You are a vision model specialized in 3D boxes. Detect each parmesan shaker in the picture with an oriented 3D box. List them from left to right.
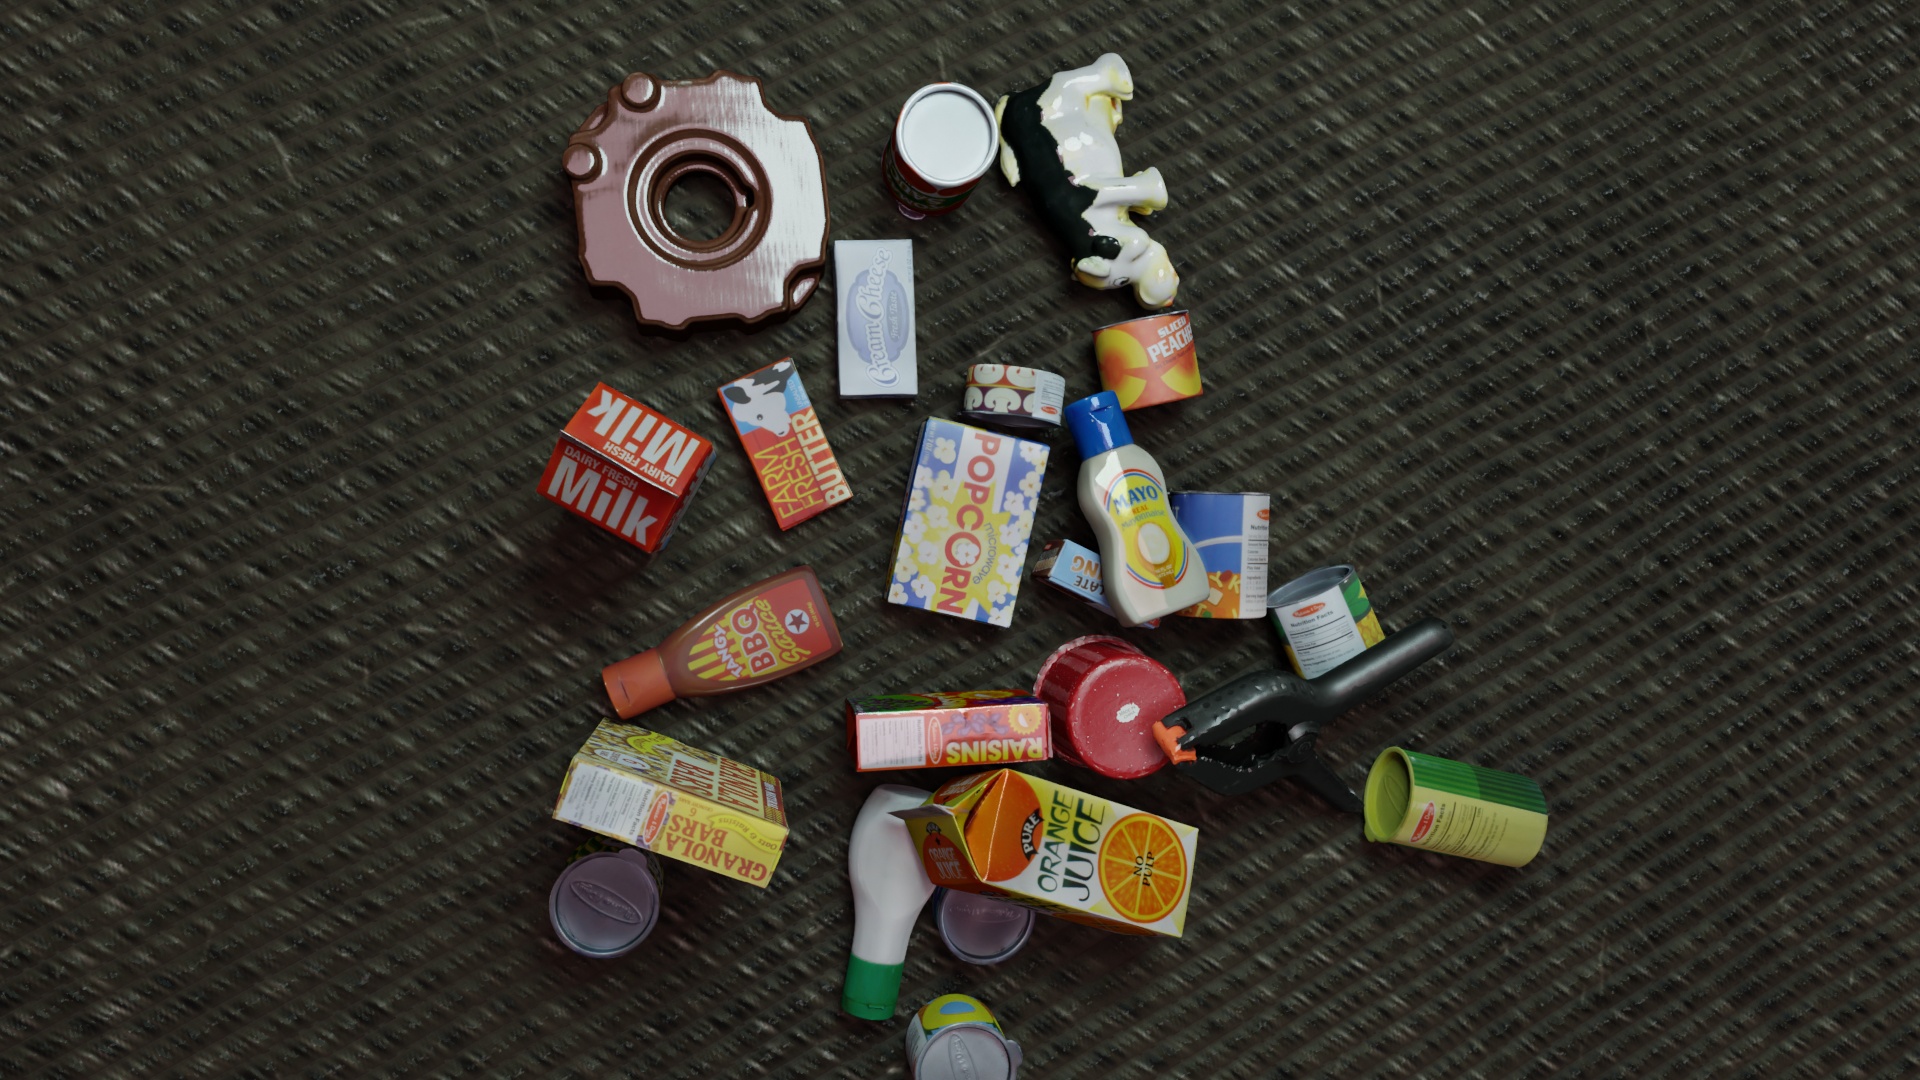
[{"bbox_3d":[0.343,0.189,0.969,0.103,0.071,0.071,13,89,-10],"label":"parmesan shaker"}]

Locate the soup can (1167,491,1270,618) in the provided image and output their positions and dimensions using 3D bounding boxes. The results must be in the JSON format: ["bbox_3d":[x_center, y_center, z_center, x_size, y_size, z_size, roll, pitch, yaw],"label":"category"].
[{"bbox_3d":[0.172,0.009,0.940,0.071,0.071,0.083,1,91,-9],"label":"soup can"}]

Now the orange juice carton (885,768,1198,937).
[{"bbox_3d":[0.051,0.196,0.888,0.193,0.071,0.073,21,68,-22],"label":"orange juice carton"}]

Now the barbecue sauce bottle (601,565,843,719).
[{"bbox_3d":[-0.154,0.071,0.897,0.149,0.043,0.065,-22,95,-8],"label":"barbecue sauce bottle"}]

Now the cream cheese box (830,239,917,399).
[{"bbox_3d":[-0.057,-0.146,0.921,0.053,0.024,0.103,-3,91,-8],"label":"cream cheese box"}]

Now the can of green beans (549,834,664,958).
[{"bbox_3d":[-0.222,0.223,0.879,0.071,0.058,0.071,0,91,-9],"label":"can of green beans"}]

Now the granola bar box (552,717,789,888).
[{"bbox_3d":[-0.169,0.153,0.833,0.124,0.165,0.039,21,87,-9],"label":"granola bar box"}]

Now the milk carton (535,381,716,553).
[{"bbox_3d":[-0.193,-0.041,0.815,0.072,0.190,0.073,29,86,-9],"label":"milk carton"}]

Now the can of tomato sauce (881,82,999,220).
[{"bbox_3d":[-0.015,-0.250,0.897,0.071,0.083,0.071,0,90,-9],"label":"can of tomato sauce"}]

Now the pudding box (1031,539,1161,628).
[{"bbox_3d":[0.095,0.029,0.934,0.084,0.049,0.030,26,85,-8],"label":"pudding box"}]

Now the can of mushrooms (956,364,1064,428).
[{"bbox_3d":[0.033,-0.095,0.916,0.071,0.071,0.033,7,90,-9],"label":"can of mushrooms"}]

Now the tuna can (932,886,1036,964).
[{"bbox_3d":[0.015,0.244,0.931,0.071,0.033,0.071,0,91,-9],"label":"tuna can"}]

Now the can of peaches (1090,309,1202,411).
[{"bbox_3d":[0.126,-0.119,0.928,0.071,0.071,0.058,-11,94,-9],"label":"can of peaches"}]

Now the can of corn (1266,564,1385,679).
[{"bbox_3d":[0.251,0.056,0.954,0.071,0.071,0.058,-26,96,-8],"label":"can of corn"}]

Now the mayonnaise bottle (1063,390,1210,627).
[{"bbox_3d":[0.108,-0.022,0.896,0.065,0.041,0.148,-19,86,-14],"label":"mayonnaise bottle"}]

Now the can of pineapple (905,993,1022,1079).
[{"bbox_3d":[0.001,0.341,0.917,0.071,0.058,0.071,0,91,-9],"label":"can of pineapple"}]

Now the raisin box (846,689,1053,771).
[{"bbox_3d":[-0.010,0.122,0.899,0.123,0.086,0.040,-2,90,-9],"label":"raisin box"}]

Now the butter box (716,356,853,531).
[{"bbox_3d":[-0.115,-0.063,0.912,0.053,0.024,0.103,-25,94,-9],"label":"butter box"}]

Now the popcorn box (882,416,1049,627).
[{"bbox_3d":[0.003,-0.012,0.924,0.085,0.038,0.126,13,88,-10],"label":"popcorn box"}]

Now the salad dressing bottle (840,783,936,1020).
[{"bbox_3d":[-0.048,0.238,0.916,0.064,0.044,0.147,11,90,-18],"label":"salad dressing bottle"}]
